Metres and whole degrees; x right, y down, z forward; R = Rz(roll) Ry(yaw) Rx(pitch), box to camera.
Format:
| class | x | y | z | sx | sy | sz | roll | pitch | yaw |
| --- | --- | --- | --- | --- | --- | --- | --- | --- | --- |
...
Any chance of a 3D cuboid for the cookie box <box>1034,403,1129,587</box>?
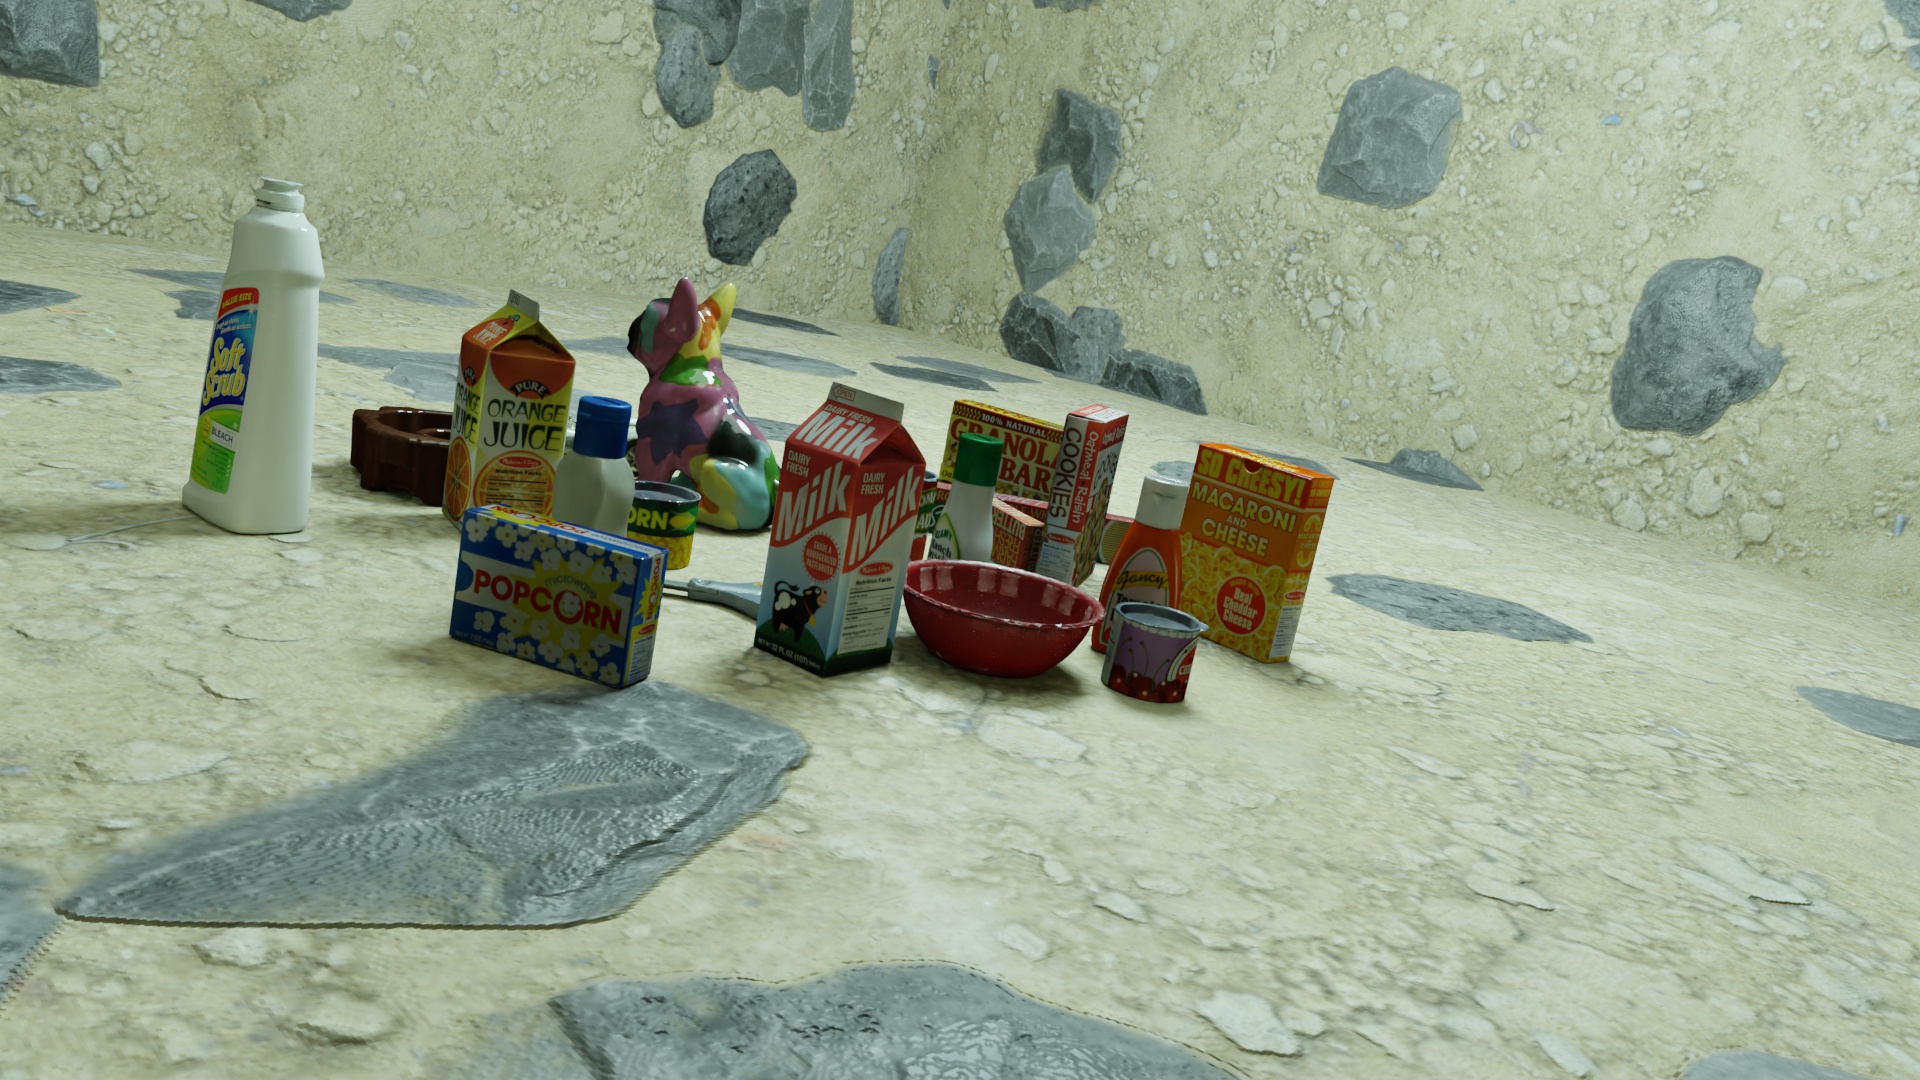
| class | x | y | z | sx | sy | sz | roll | pitch | yaw |
| --- | --- | --- | --- | --- | --- | --- | --- | --- | --- |
| cookie box | 0.115 | -0.043 | 1.334 | 0.040 | 0.167 | 0.123 | 14 | 12 | 14 |

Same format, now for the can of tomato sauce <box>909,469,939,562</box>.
| class | x | y | z | sx | sy | sz | roll | pitch | yaw |
| --- | --- | --- | --- | --- | --- | --- | --- | --- | --- |
| can of tomato sauce | -0.058 | -0.025 | 1.298 | 0.071 | 0.083 | 0.071 | 11 | 12 | -2 |

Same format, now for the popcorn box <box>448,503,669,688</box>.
| class | x | y | z | sx | sy | sz | roll | pitch | yaw |
| --- | --- | --- | --- | --- | --- | --- | --- | --- | --- |
| popcorn box | -0.251 | 0.033 | 0.867 | 0.127 | 0.085 | 0.038 | 14 | 12 | 14 |

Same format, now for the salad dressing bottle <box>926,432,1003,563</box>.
| class | x | y | z | sx | sy | sz | roll | pitch | yaw |
| --- | --- | --- | --- | --- | --- | --- | --- | --- | --- |
| salad dressing bottle | 0.004 | -0.014 | 1.155 | 0.044 | 0.147 | 0.064 | 4 | 14 | -31 |

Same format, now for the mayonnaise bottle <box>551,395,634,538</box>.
| class | x | y | z | sx | sy | sz | roll | pitch | yaw |
| --- | --- | --- | --- | --- | --- | --- | --- | --- | --- |
| mayonnaise bottle | -0.259 | -0.026 | 0.977 | 0.065 | 0.147 | 0.041 | 18 | 14 | 29 |

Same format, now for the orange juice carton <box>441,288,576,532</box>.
| class | x | y | z | sx | sy | sz | roll | pitch | yaw |
| --- | --- | --- | --- | --- | --- | --- | --- | --- | --- |
| orange juice carton | -0.364 | -0.104 | 1.125 | 0.073 | 0.192 | 0.072 | 2 | 15 | -36 |

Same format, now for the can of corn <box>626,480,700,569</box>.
| class | x | y | z | sx | sy | sz | roll | pitch | yaw |
| --- | --- | --- | --- | --- | --- | --- | --- | --- | --- |
| can of corn | -0.250 | -0.013 | 1.131 | 0.071 | 0.058 | 0.071 | 11 | 12 | -2 |

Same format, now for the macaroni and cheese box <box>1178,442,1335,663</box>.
| class | x | y | z | sx | sy | sz | roll | pitch | yaw |
| --- | --- | --- | --- | --- | --- | --- | --- | --- | --- |
| macaroni and cheese box | 0.249 | 0.009 | 1.222 | 0.040 | 0.166 | 0.124 | 0 | 17 | -44 |

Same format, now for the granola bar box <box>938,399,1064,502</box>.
| class | x | y | z | sx | sy | sz | roll | pitch | yaw |
| --- | --- | --- | --- | --- | --- | --- | --- | --- | --- |
| granola bar box | 0.056 | -0.077 | 1.533 | 0.166 | 0.124 | 0.039 | 18 | 14 | 30 |

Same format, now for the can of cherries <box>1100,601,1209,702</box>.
| class | x | y | z | sx | sy | sz | roll | pitch | yaw |
| --- | --- | --- | --- | --- | --- | --- | --- | --- | --- |
| can of cherries | 0.146 | 0.085 | 1.046 | 0.071 | 0.058 | 0.071 | 11 | 12 | -2 |

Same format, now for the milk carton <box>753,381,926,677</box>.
| class | x | y | z | sx | sy | sz | roll | pitch | yaw |
| --- | --- | --- | --- | --- | --- | --- | --- | --- | --- |
| milk carton | -0.081 | -0.010 | 0.962 | 0.072 | 0.190 | 0.073 | 20 | 15 | 35 |

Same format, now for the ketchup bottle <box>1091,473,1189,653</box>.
| class | x | y | z | sx | sy | sz | roll | pitch | yaw |
| --- | --- | --- | --- | --- | --- | --- | --- | --- | --- |
| ketchup bottle | 0.150 | 0.022 | 1.119 | 0.065 | 0.148 | 0.043 | 13 | 12 | 8 |

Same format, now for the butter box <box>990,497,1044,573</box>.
| class | x | y | z | sx | sy | sz | roll | pitch | yaw |
| --- | --- | --- | --- | --- | --- | --- | --- | --- | --- |
| butter box | 0.045 | -0.005 | 1.367 | 0.024 | 0.053 | 0.103 | 4 | 14 | -31 |

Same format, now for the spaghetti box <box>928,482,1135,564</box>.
| class | x | y | z | sx | sy | sz | roll | pitch | yaw |
| --- | --- | --- | --- | --- | --- | --- | --- | --- | --- |
| spaghetti box | 0.076 | -0.016 | 1.449 | 0.250 | 0.050 | 0.029 | 10 | 12 | -4 |
